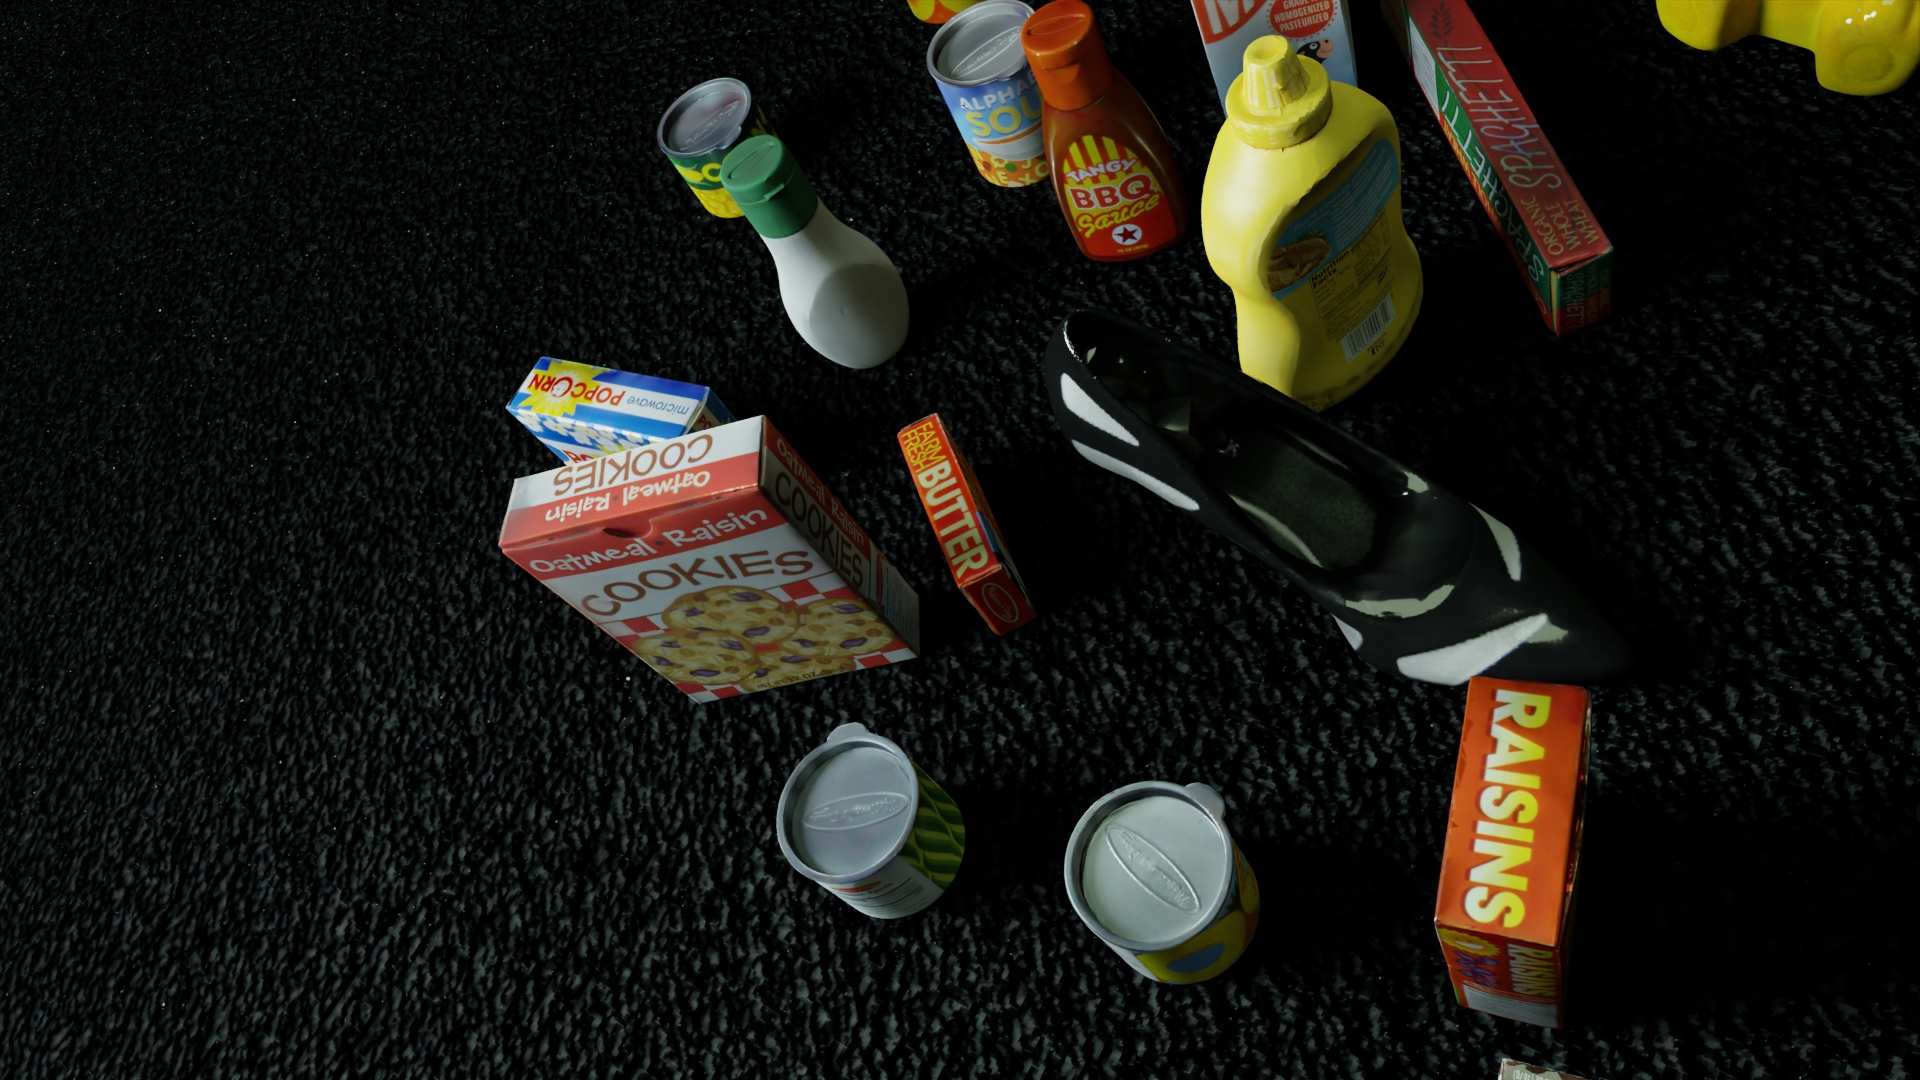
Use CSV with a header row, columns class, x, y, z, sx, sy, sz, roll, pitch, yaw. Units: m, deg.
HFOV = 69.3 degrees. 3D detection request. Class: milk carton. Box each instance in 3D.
class,x,y,z,sx,sy,sz,roll,pitch,yaw
milk carton,0.152,-0.299,0.702,0.072,0.190,0.074,-8,58,20

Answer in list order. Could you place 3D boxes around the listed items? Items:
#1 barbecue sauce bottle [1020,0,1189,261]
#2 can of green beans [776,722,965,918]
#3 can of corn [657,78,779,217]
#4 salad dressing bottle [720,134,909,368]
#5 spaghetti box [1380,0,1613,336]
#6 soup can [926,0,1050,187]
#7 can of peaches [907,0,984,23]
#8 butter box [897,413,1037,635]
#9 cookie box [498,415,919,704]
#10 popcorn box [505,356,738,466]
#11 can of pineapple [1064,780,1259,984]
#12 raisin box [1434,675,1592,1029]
class,x,y,z,sx,sy,sz,roll,pitch,yaw
barbecue sauce bottle,0.071,-0.205,0.706,0.065,0.148,0.044,-8,58,19
can of green beans,-0.038,0.126,0.607,0.071,0.057,0.071,-11,57,18
can of corn,-0.148,-0.248,0.884,0.071,0.058,0.071,-11,57,18
salad dressing bottle,-0.076,-0.151,0.737,0.064,0.147,0.044,-38,53,-1
spaghetti box,0.259,-0.208,0.687,0.028,0.050,0.251,-19,55,12
soup can,0.027,-0.253,0.795,0.071,0.083,0.071,-11,57,18
can of peaches,-0.015,-0.381,0.908,0.071,0.058,0.071,-11,57,18
butter box,0.002,-0.008,0.675,0.024,0.053,0.104,-27,53,7
cookie box,-0.107,0.016,0.636,0.123,0.167,0.040,-13,57,16
popcorn box,-0.171,-0.054,0.758,0.127,0.085,0.038,13,67,29
can of pineapple,0.083,0.135,0.549,0.071,0.057,0.071,-11,57,18
raisin box,0.192,0.110,0.476,0.040,0.123,0.086,6,64,27
